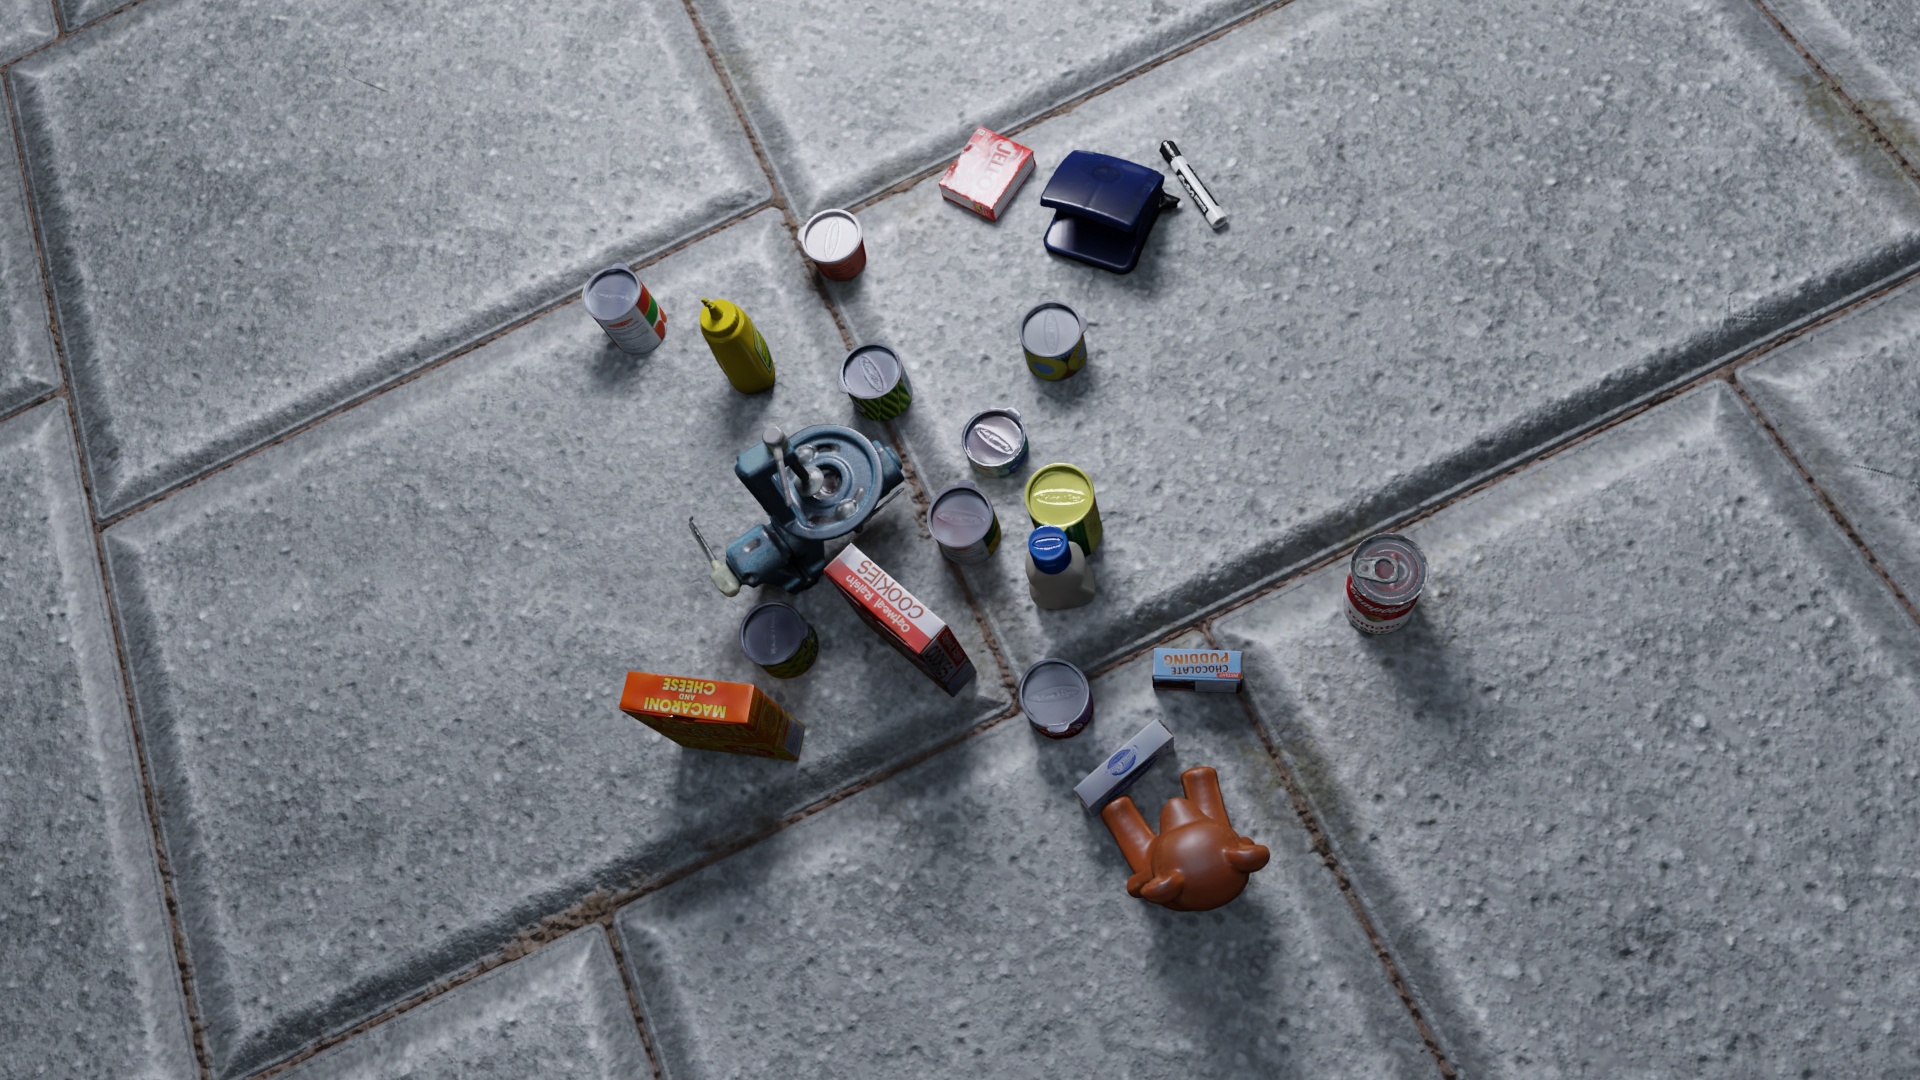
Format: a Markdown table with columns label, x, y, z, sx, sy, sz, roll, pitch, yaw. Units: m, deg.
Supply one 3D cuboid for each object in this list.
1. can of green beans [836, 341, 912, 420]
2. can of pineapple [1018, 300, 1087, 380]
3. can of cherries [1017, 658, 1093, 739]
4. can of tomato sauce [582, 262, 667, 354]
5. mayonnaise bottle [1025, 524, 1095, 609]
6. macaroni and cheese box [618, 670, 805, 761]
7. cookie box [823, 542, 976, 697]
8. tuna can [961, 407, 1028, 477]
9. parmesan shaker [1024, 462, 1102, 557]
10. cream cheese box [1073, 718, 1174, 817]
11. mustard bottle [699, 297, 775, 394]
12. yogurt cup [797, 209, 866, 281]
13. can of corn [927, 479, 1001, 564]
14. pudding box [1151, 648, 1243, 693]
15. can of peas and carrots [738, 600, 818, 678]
| label | x | y | z | sx | sy | sz | roll | pitch | yaw |
| --- | --- | --- | --- | --- | --- | --- | --- | --- | --- |
| can of green beans | -0.088 | -0.166 | 1.459 | 0.071 | 0.057 | 0.071 | -3 | 70 | 9 |
| can of pineapple | 0.098 | -0.206 | 1.442 | 0.071 | 0.057 | 0.071 | -3 | 70 | 9 |
| can of cherries | 0.090 | 0.153 | 1.309 | 0.071 | 0.058 | 0.072 | -3 | 70 | 9 |
| can of tomato sauce | -0.367 | -0.254 | 1.528 | 0.071 | 0.083 | 0.071 | -3 | 70 | 9 |
| mayonnaise bottle | 0.091 | 0.026 | 1.308 | 0.065 | 0.147 | 0.041 | -7 | 69 | 8 |
| macaroni and cheese box | -0.228 | 0.167 | 1.301 | 0.124 | 0.166 | 0.040 | 5 | 71 | 12 |
| cookie box | -0.055 | 0.078 | 1.303 | 0.123 | 0.167 | 0.040 | 39 | 81 | 20 |
| tuna can | 0.038 | -0.102 | 1.427 | 0.071 | 0.032 | 0.071 | -3 | 69 | 9 |
| parmesan shaker | 0.101 | -0.023 | 1.349 | 0.071 | 0.103 | 0.071 | -3 | 70 | 9 |
| cream cheese box | 0.151 | 0.210 | 1.280 | 0.104 | 0.053 | 0.024 | -39 | 69 | -6 |
| mustard bottle | -0.237 | -0.210 | 1.446 | 0.049 | 0.159 | 0.065 | -17 | 68 | 4 |
| yogurt cup | -0.136 | -0.322 | 1.528 | 0.072 | 0.053 | 0.072 | -3 | 70 | 9 |
| can of corn | 0.005 | -0.017 | 1.387 | 0.071 | 0.058 | 0.071 | -3 | 70 | 9 |
| pudding box | 0.222 | 0.122 | 1.302 | 0.084 | 0.049 | 0.030 | 1 | 70 | 10 |
| can of peas and carrots | -0.177 | 0.098 | 1.376 | 0.071 | 0.058 | 0.071 | -3 | 70 | 9 |
